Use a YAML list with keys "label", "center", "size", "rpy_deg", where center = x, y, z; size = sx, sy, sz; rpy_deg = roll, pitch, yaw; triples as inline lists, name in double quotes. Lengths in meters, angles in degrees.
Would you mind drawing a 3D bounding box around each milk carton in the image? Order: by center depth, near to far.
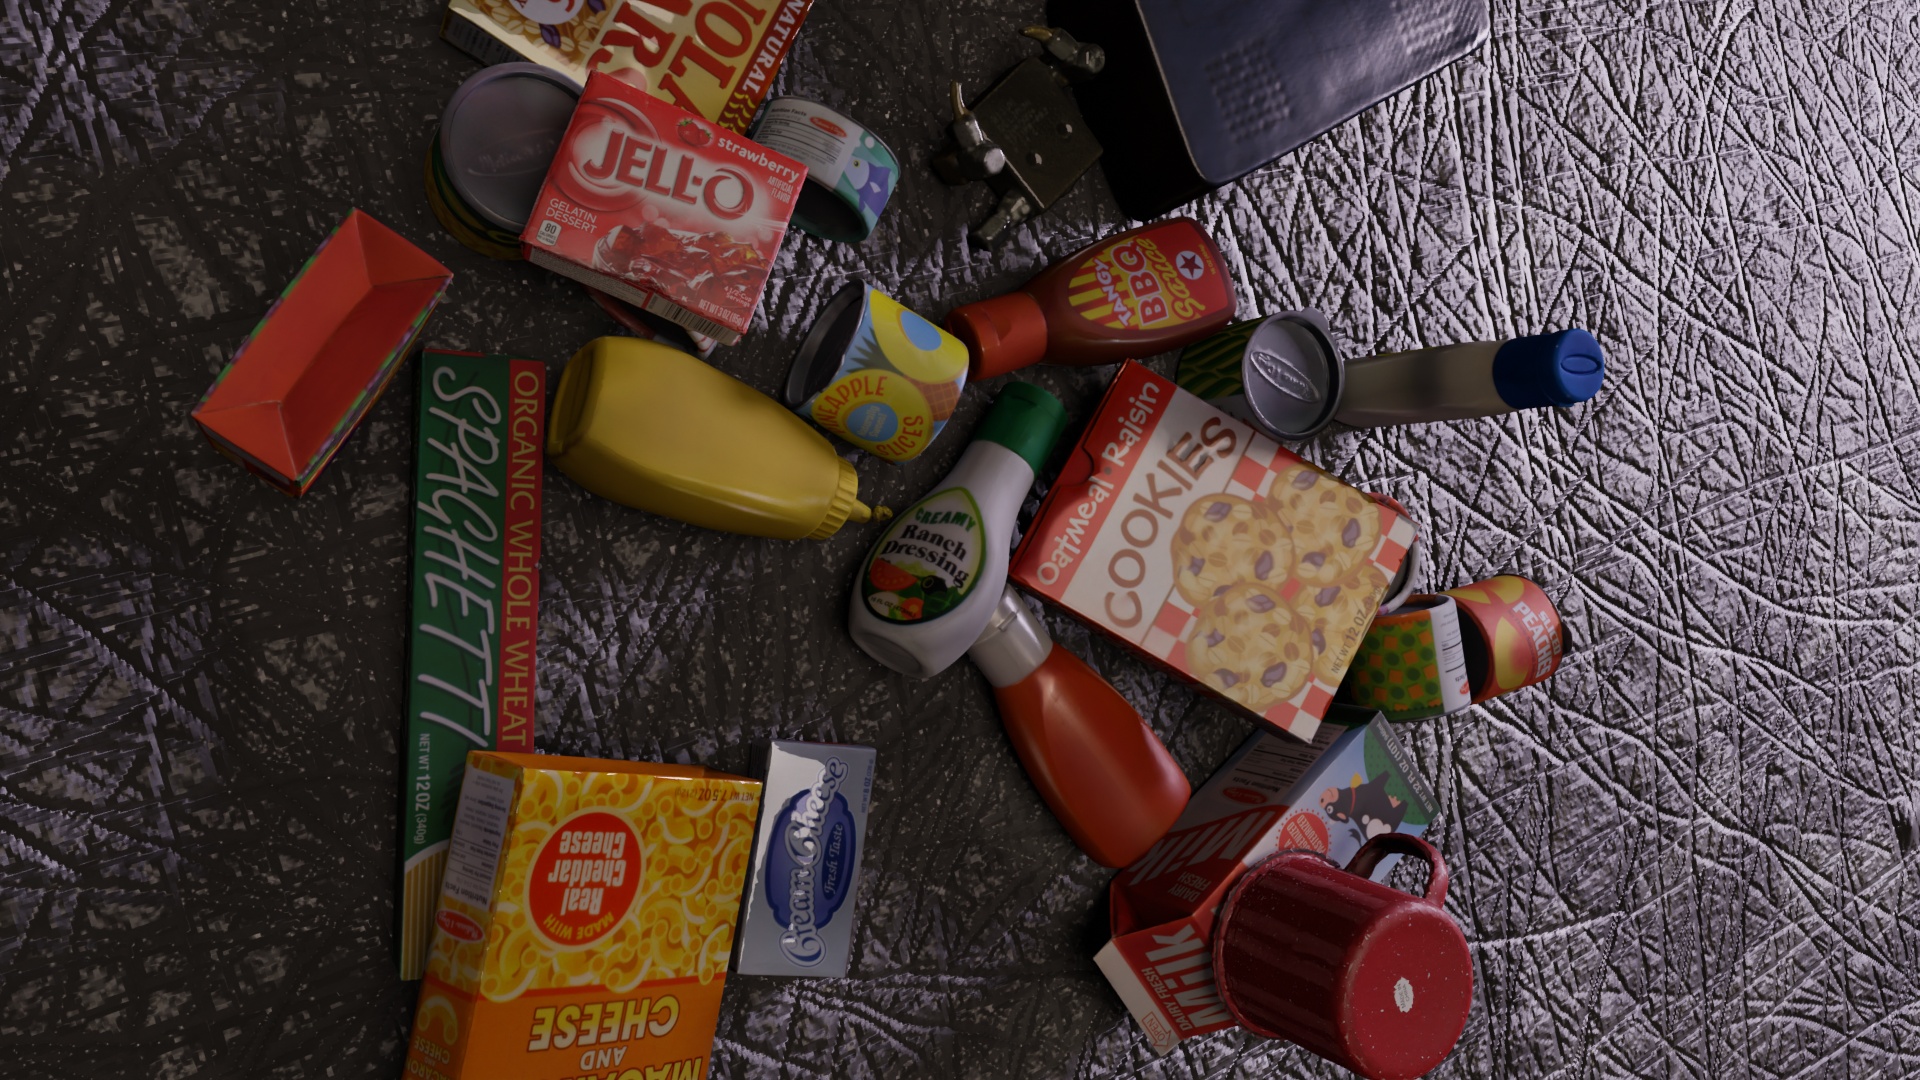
- label: "milk carton"
  center: [0.149, 0.170, 0.710]
  size: [0.191, 0.073, 0.072]
  rpy_deg: [-40, 107, -22]

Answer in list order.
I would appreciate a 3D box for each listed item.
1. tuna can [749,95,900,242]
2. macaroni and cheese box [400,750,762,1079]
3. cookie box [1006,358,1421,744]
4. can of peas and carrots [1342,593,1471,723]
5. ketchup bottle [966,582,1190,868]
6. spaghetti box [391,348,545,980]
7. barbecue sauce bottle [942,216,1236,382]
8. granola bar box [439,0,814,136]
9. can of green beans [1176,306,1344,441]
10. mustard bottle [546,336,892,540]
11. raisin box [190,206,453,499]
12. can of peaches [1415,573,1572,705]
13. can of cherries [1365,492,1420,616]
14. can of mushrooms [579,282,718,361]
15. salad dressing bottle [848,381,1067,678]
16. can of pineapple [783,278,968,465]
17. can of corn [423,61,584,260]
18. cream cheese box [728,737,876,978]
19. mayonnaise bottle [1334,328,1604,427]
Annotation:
- label: "tuna can"
  center: [-0.062, -0.161, 0.613]
  size: [0.071, 0.071, 0.033]
  rpy_deg: [30, 78, -24]
- label: "macaroni and cheese box"
  center: [-0.149, 0.172, 0.550]
  size: [0.124, 0.040, 0.166]
  rpy_deg: [16, 81, -51]
- label: "cookie box"
  center: [0.121, 0.005, 0.680]
  size: [0.167, 0.040, 0.123]
  rpy_deg: [30, 81, -2]
- label: "can of peas and carrots"
  center: [0.240, 0.064, 0.765]
  size: [0.071, 0.071, 0.058]
  rpy_deg: [-12, 95, -27]
- label: "ketchup bottle"
  center: [0.051, 0.087, 0.677]
  size: [0.065, 0.043, 0.148]
  rpy_deg: [-43, 107, -22]
- label: "spaghetti box"
  center: [-0.197, 0.047, 0.559]
  size: [0.050, 0.028, 0.250]
  rpy_deg: [2, 89, -28]
- label: "barbecue sauce bottle"
  center: [0.063, -0.114, 0.686]
  size: [0.149, 0.043, 0.065]
  rpy_deg: [-20, 82, -26]
- label: "granola bar box"
  center: [-0.125, -0.251, 0.595]
  size: [0.124, 0.039, 0.166]
  rpy_deg: [30, 76, -23]
- label: "can of green beans"
  center: [0.156, -0.083, 0.726]
  size: [0.071, 0.058, 0.071]
  rpy_deg: [0, 89, -27]
- label: "mustard bottle"
  center: [-0.095, -0.032, 0.595]
  size: [0.160, 0.048, 0.065]
  rpy_deg: [24, 63, -36]
- label: "raisin box"
  center: [-0.225, -0.061, 0.493]
  size: [0.040, 0.123, 0.086]
  rpy_deg: [35, 74, -21]
- label: "can of peaches"
  center: [0.299, 0.057, 0.791]
  size: [0.058, 0.071, 0.071]
  rpy_deg: [-12, 95, -26]
- label: "can of cherries"
  center: [0.201, 0.006, 0.748]
  size: [0.071, 0.058, 0.071]
  rpy_deg: [0, 90, -28]
- label: "can of mushrooms"
  center: [-0.126, -0.107, 0.576]
  size: [0.071, 0.071, 0.033]
  rpy_deg: [39, 75, -22]
- label: "salad dressing bottle"
  center: [0.002, -0.008, 0.649]
  size: [0.148, 0.064, 0.043]
  rpy_deg: [-60, 154, -23]
- label: "can of pineapple"
  center: [-0.038, -0.073, 0.620]
  size: [0.058, 0.071, 0.071]
  rpy_deg: [28, 77, -25]
- label: "can of corn"
  center: [-0.176, -0.147, 0.556]
  size: [0.071, 0.058, 0.071]
  rpy_deg: [0, 89, -27]
- label: "cream cheese box"
  center: [-0.072, 0.142, 0.624]
  size: [0.053, 0.024, 0.104]
  rpy_deg: [10, 85, -25]
- label: "mayonnaise bottle"
  center: [0.264, -0.084, 0.731]
  size: [0.065, 0.148, 0.041]
  rpy_deg: [-2, 91, -27]
